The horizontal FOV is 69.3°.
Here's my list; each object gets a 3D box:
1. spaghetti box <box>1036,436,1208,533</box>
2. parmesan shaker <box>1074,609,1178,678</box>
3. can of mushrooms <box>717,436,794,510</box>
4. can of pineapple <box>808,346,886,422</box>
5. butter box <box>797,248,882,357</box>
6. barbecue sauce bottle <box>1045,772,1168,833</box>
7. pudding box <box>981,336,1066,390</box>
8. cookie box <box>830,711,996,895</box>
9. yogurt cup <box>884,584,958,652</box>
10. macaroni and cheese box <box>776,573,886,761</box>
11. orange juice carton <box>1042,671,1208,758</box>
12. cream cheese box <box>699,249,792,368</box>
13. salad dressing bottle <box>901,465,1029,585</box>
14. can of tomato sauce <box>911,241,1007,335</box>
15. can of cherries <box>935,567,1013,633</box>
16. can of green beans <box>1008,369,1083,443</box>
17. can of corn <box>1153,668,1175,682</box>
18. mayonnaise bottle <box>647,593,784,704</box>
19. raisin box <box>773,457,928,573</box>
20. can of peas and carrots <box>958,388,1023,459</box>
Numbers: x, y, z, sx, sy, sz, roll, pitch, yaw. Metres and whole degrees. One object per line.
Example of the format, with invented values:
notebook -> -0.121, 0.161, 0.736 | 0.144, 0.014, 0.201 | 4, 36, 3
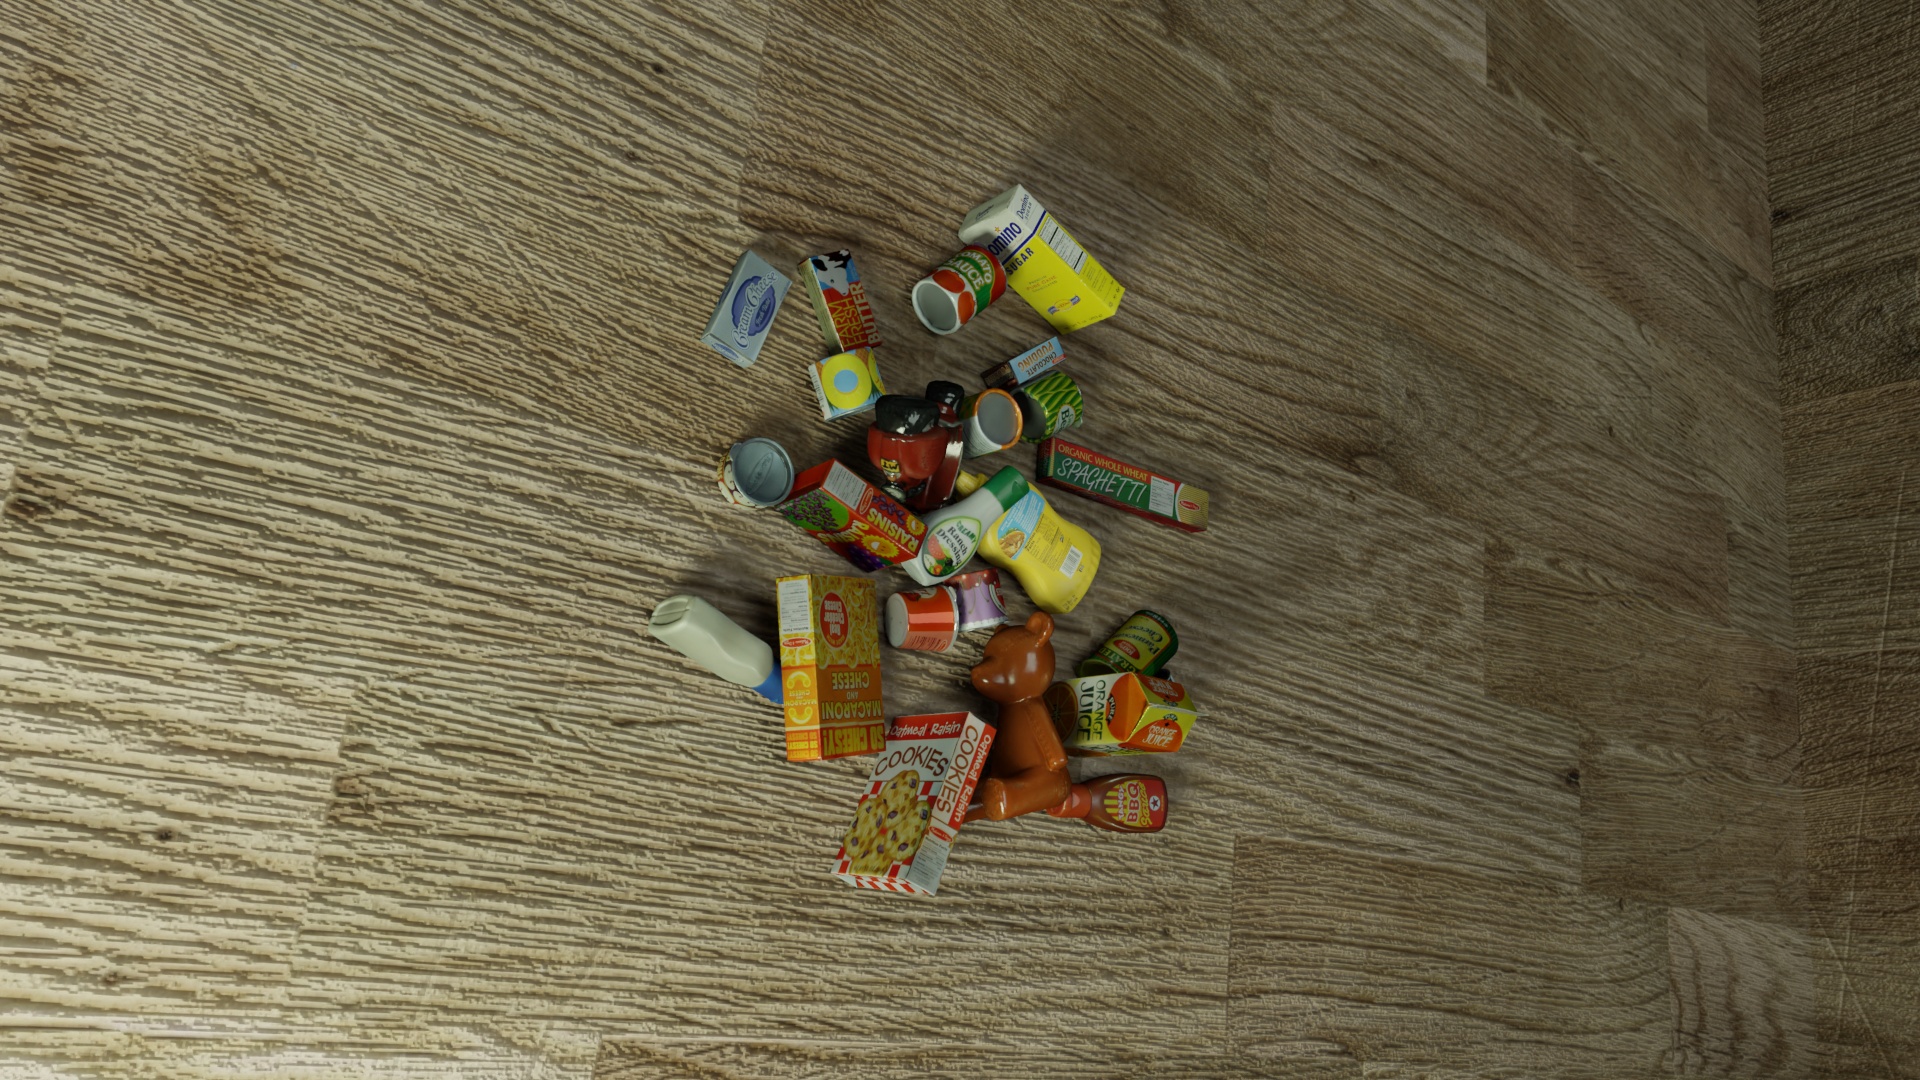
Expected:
spaghetti box -> 0.190, -0.062, 1.599 | 0.250, 0.028, 0.050 | 16, 72, -34
parmesan shaker -> 0.185, 0.129, 1.537 | 0.103, 0.071, 0.071 | -39, 105, -36
can of mushrooms -> -0.194, -0.064, 1.304 | 0.071, 0.033, 0.071 | 7, 78, -36
can of pineapple -> -0.108, -0.154, 1.365 | 0.071, 0.071, 0.058 | -20, 94, -38
butter box -> -0.121, -0.238, 1.400 | 0.053, 0.024, 0.103 | -23, 95, -37
barbecue sauce bottle -> 0.157, 0.282, 1.498 | 0.149, 0.043, 0.065 | 10, 76, -35
pudding box -> 0.069, -0.191, 1.519 | 0.084, 0.049, 0.030 | -31, 99, -38
cookie box -> -0.043, 0.244, 1.302 | 0.040, 0.122, 0.168 | 37, 61, -28
yogurt cup -> -0.040, 0.078, 1.376 | 0.054, 0.072, 0.072 | 0, 82, -29
macaroni and cheese box -> -0.119, 0.118, 1.292 | 0.124, 0.040, 0.166 | 11, 74, -64
orange juice carton -> 0.162, 0.180, 1.427 | 0.072, 0.192, 0.073 | 17, 71, -33
cream cheese box -> -0.205, -0.222, 1.333 | 0.053, 0.024, 0.104 | 33, 63, -28
salad dressing bottle -> 0.005, -0.017, 1.391 | 0.148, 0.044, 0.064 | -41, 115, -17
can of tomato sauce -> -0.001, -0.266, 1.468 | 0.083, 0.071, 0.071 | -42, 107, -34
can of cherries -> 0.014, 0.061, 1.415 | 0.072, 0.071, 0.058 | -10, 87, -38
can of green beans -> 0.091, -0.146, 1.516 | 0.058, 0.071, 0.071 | -30, 100, -36
can of corn -> 0.215, 0.186, 1.547 | 0.071, 0.071, 0.058 | -39, 105, -35
mayonnaise bottle -> -0.206, 0.099, 1.246 | 0.148, 0.064, 0.041 | 39, 54, -37
raisin box -> -0.104, -0.022, 1.331 | 0.123, 0.086, 0.040 | 37, 57, -26
can of peas and carrots -> 0.025, -0.125, 1.467 | 0.071, 0.058, 0.071 | 8, 77, -36
